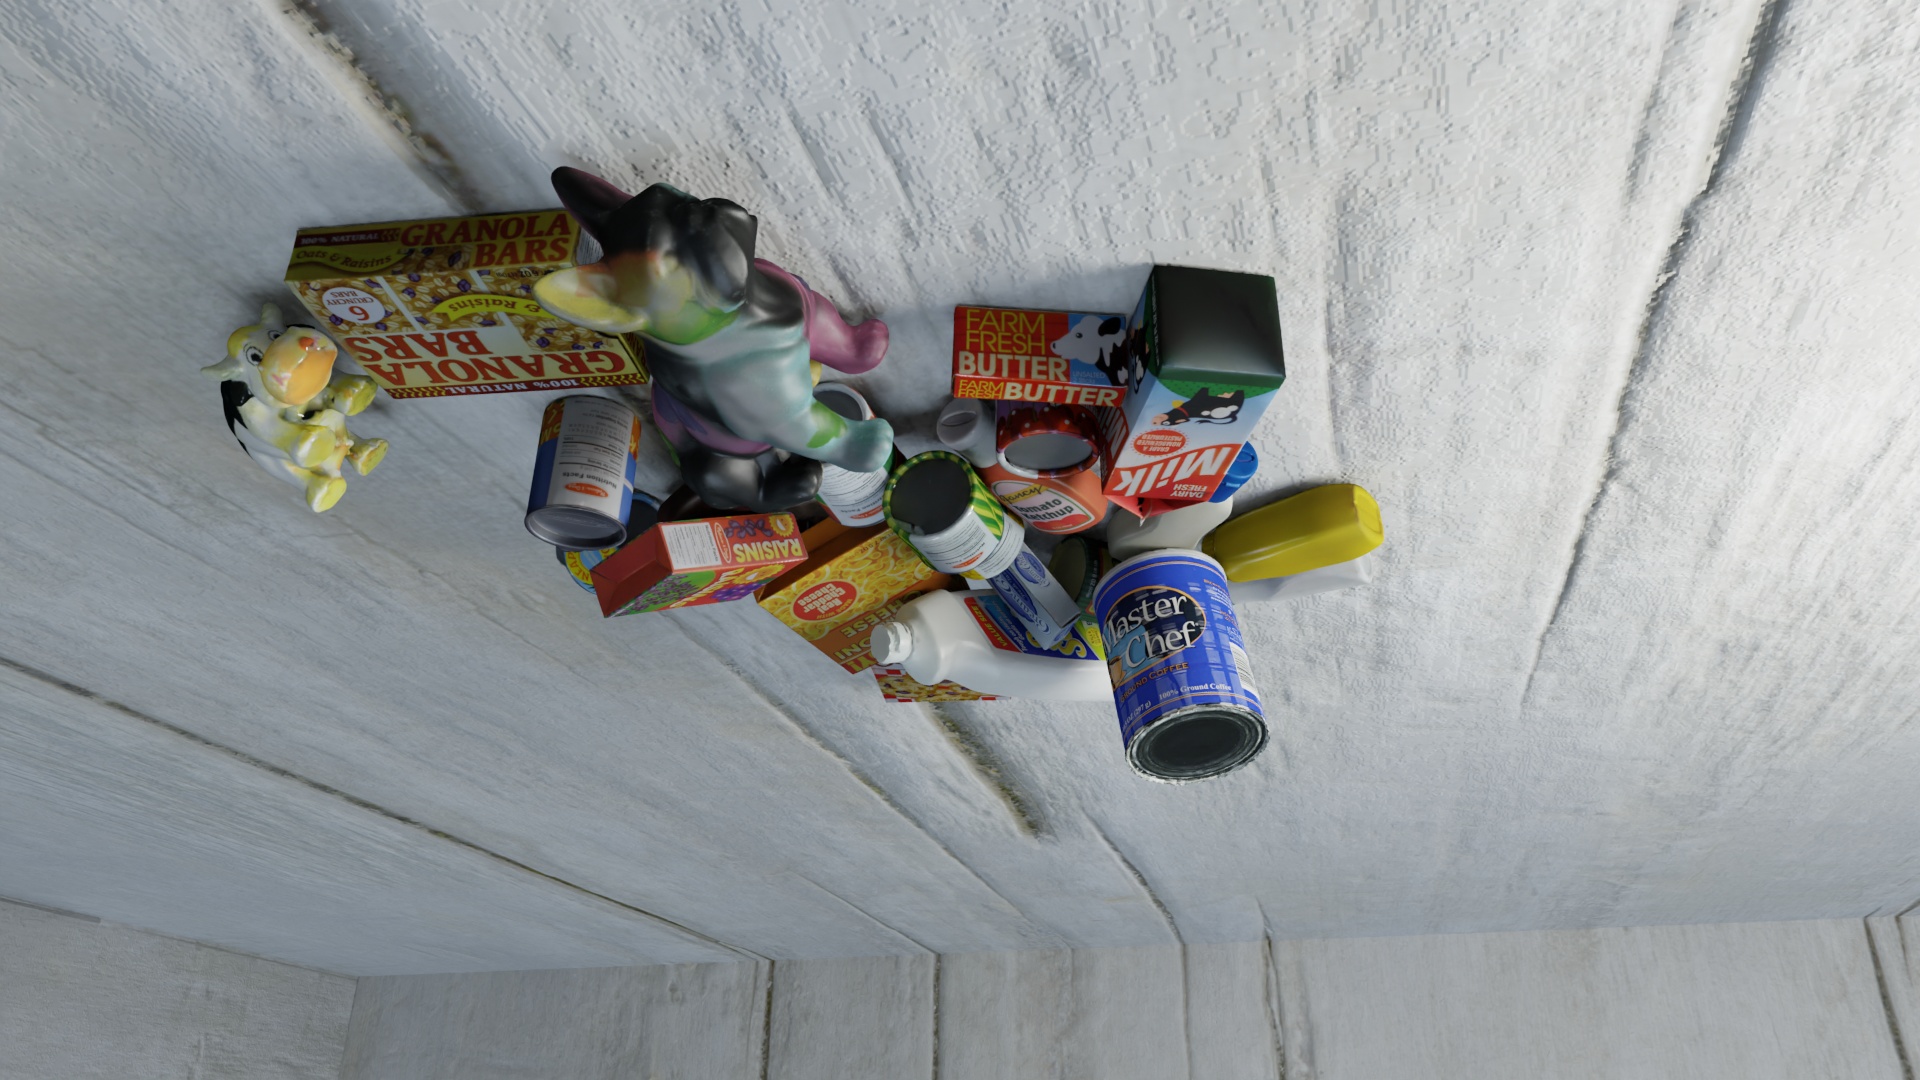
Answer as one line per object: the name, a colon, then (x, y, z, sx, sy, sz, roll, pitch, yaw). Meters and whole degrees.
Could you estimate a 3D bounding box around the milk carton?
milk carton: (0.131, -0.081, 0.854, 0.073, 0.072, 0.189, 4, 154, -7)

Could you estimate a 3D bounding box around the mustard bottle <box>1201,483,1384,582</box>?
mustard bottle: (0.233, 0.000, 1.046, 0.160, 0.049, 0.065, -18, 150, 34)

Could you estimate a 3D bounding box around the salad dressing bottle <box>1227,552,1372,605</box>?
salad dressing bottle: (0.249, 0.027, 1.106, 0.147, 0.044, 0.064, -14, 163, 29)

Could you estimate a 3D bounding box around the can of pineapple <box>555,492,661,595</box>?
can of pineapple: (-0.256, 0.003, 1.041, 0.057, 0.071, 0.071, -21, 147, 35)

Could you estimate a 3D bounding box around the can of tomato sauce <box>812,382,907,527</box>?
can of tomato sauce: (-0.078, -0.057, 0.919, 0.071, 0.071, 0.083, -7, 152, 15)

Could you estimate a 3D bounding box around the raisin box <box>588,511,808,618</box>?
raisin box: (-0.181, 0.016, 0.967, 0.086, 0.040, 0.124, -30, 165, 38)

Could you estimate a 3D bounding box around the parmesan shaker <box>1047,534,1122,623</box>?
parmesan shaker: (0.127, 0.040, 1.104, 0.103, 0.071, 0.071, 13, 151, -24)

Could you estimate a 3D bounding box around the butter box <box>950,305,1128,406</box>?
butter box: (0.046, -0.109, 0.821, 0.103, 0.053, 0.024, 3, 152, -4)

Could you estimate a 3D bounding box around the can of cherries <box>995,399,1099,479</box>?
can of cherries: (0.057, -0.079, 0.876, 0.071, 0.058, 0.071, 1, 154, 1)

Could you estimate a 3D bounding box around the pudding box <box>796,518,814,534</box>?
pudding box: (-0.125, 0.015, 1.106, 0.049, 0.030, 0.083, -9, 152, 20)

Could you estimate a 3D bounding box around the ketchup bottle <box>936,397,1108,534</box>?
ketchup bottle: (0.040, -0.051, 0.951, 0.064, 0.044, 0.148, -10, 152, 34)

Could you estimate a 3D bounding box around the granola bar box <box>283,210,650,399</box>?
granola bar box: (-0.276, -0.131, 0.799, 0.165, 0.039, 0.123, -3, 154, 7)

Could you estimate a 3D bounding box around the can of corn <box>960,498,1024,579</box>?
can of corn: (0.004, -0.013, 1.009, 0.071, 0.071, 0.058, -13, 151, 26)

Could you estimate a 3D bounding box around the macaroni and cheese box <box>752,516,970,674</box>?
macaroni and cheese box: (-0.074, 0.038, 1.092, 0.123, 0.040, 0.166, -30, 147, 8)

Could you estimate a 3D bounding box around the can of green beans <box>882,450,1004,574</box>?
can of green beans: (-0.011, -0.019, 0.915, 0.071, 0.071, 0.057, -8, 154, 18)

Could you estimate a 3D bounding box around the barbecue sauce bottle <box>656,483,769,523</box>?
barbecue sauce bottle: (-0.160, -0.035, 0.990, 0.065, 0.044, 0.148, 8, 154, -34)

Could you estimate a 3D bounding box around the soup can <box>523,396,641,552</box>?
soup can: (-0.252, -0.043, 0.928, 0.071, 0.084, 0.071, 1, 154, 1)

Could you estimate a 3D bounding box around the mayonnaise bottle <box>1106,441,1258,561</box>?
mayonnaise bottle: (0.162, -0.027, 1.002, 0.065, 0.041, 0.147, 8, 152, -19)

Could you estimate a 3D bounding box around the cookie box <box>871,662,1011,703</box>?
cookie box: (-0.019, 0.104, 1.274, 0.123, 0.040, 0.166, -2, 154, 5)

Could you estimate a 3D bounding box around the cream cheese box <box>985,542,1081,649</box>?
cream cheese box: (0.047, 0.032, 1.068, 0.024, 0.104, 0.053, -35, 166, -22)
